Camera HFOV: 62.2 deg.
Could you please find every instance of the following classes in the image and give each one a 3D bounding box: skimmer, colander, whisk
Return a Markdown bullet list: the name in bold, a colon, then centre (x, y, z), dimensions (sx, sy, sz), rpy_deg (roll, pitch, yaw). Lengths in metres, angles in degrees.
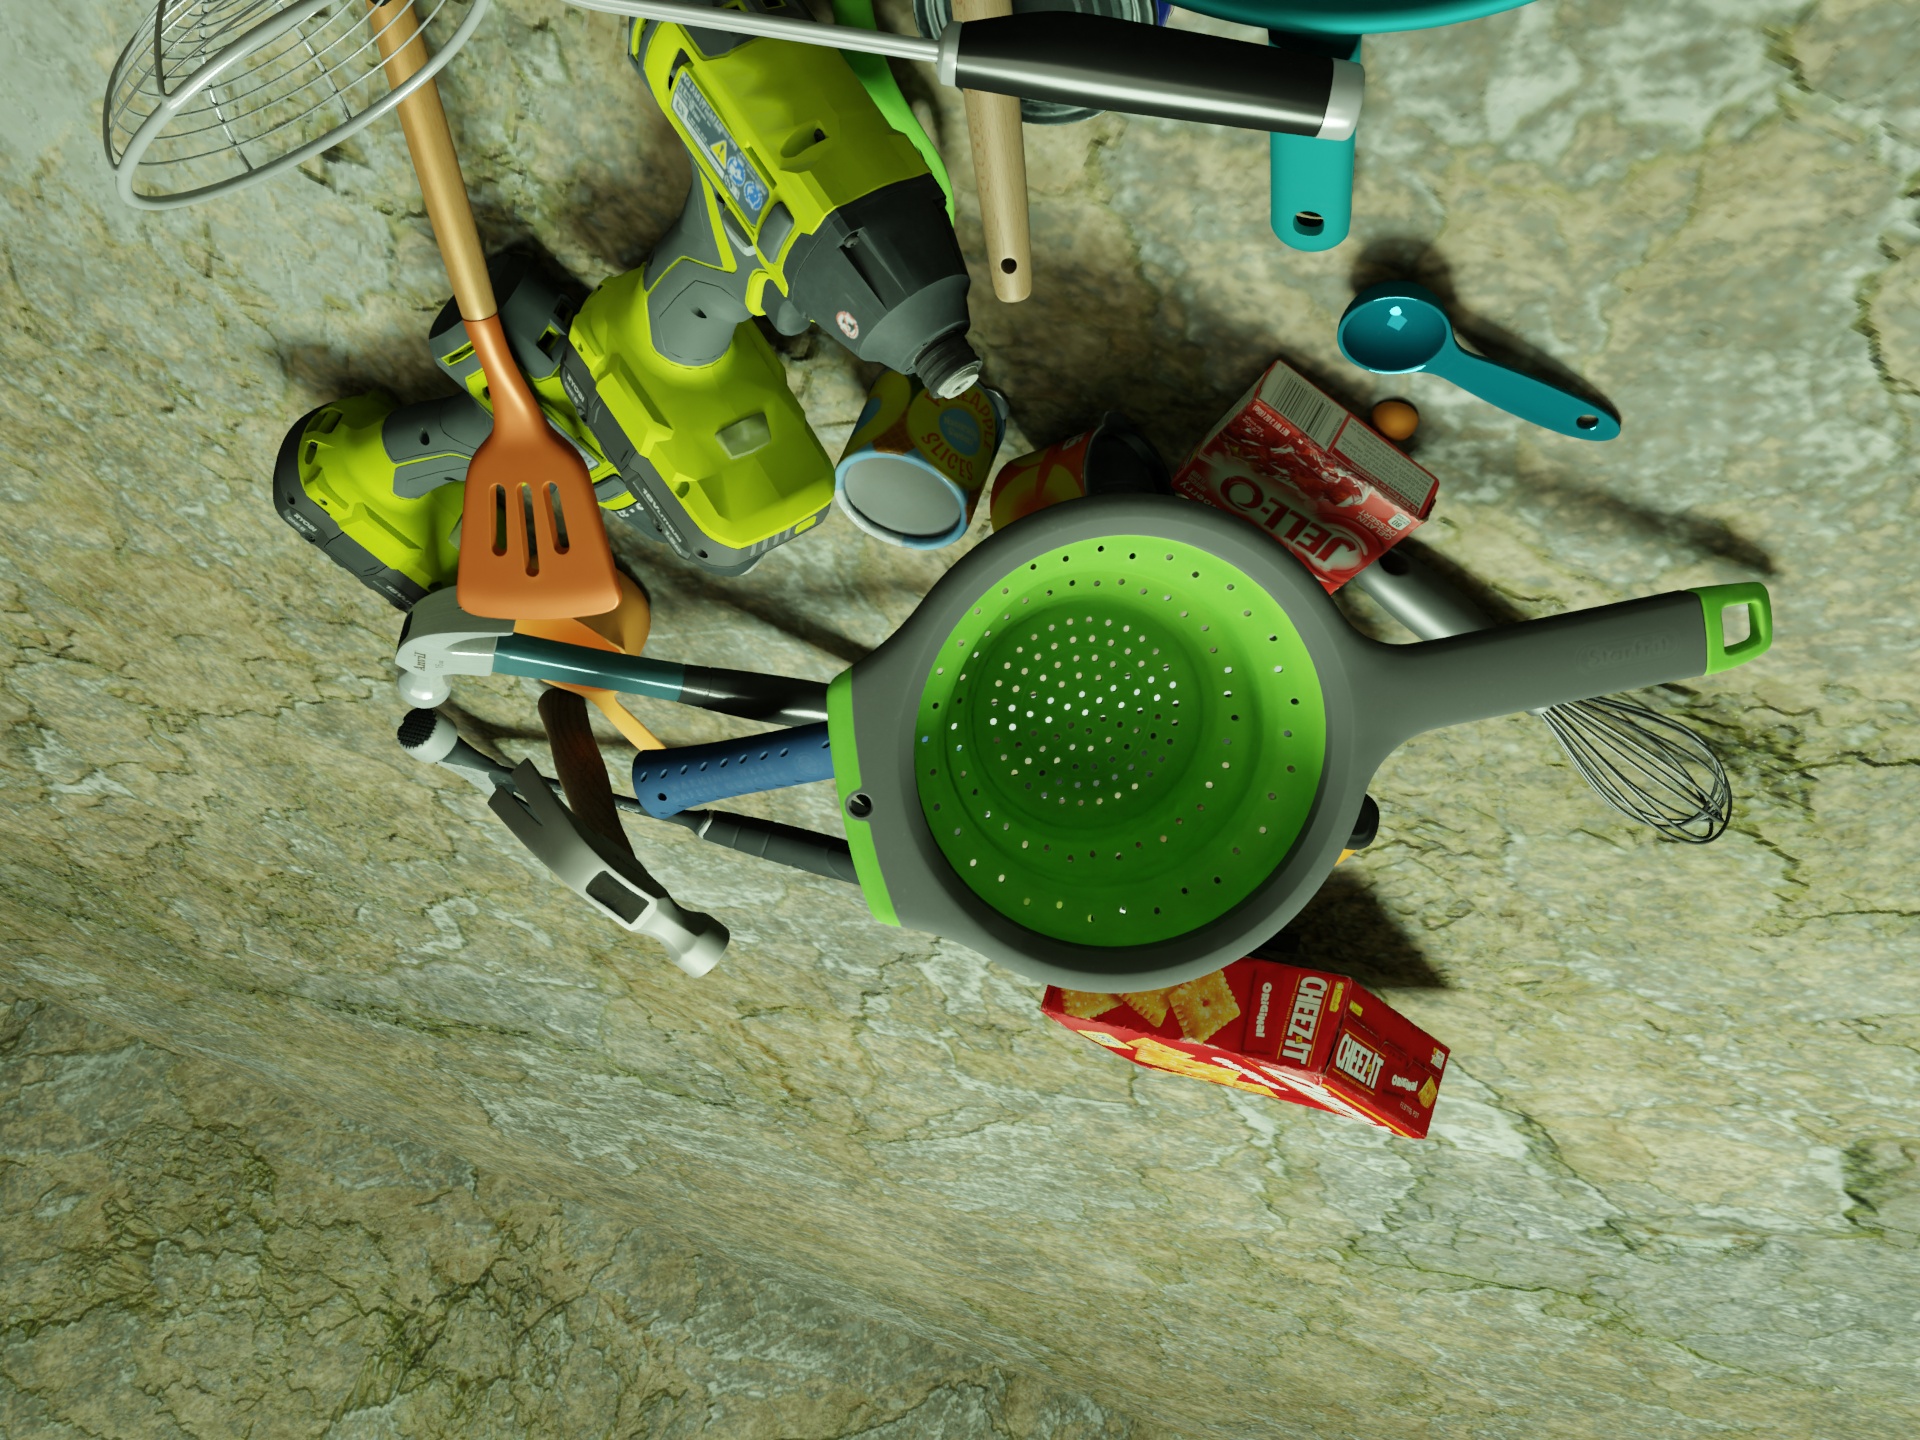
- **skimmer**: centre (-0.067, -0.178, 0.479), dimensions (0.363, 0.127, 0.090), rpy_deg (7, 107, 0)
- **colander**: centre (0.142, -0.011, 0.685), dimensions (0.397, 0.204, 0.094), rpy_deg (-11, -169, -5)
- **whisk**: centre (0.275, -0.015, 0.747), dimensions (0.239, 0.055, 0.055), rpy_deg (34, 146, -14)

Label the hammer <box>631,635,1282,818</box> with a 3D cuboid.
- **hammer**: centre (-0.001, -0.003, 0.819), dimensions (0.405, 0.035, 0.144), rpy_deg (-11, 126, 26)

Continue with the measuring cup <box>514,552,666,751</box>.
- **measuring cup**: centre (-0.212, -0.037, 0.969), dimensions (0.095, 0.052, 0.173), rpy_deg (1, 146, 27)

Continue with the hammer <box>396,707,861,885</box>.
- **hammer**: centre (-0.184, 0.069, 1.072), dimensions (0.409, 0.036, 0.149), rpy_deg (12, 160, 25)

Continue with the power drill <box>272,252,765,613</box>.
- **power drill**: centre (-0.226, -0.123, 0.820), dimensions (0.228, 0.080, 0.190), rpy_deg (-13, 136, 38)

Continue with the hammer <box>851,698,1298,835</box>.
- **hammer**: centre (0.082, 0.024, 0.889), dimensions (0.335, 0.035, 0.146), rpy_deg (-18, 156, 40)

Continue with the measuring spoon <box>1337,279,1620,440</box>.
- **measuring spoon**: centre (0.204, -0.140, 0.619), dimensions (0.128, 0.021, 0.042), rpy_deg (19, 151, -17)

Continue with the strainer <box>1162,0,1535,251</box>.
- **strainer**: centre (0.106, -0.254, 0.437), dimensions (0.211, 0.095, 0.340), rpy_deg (10, 168, 14)

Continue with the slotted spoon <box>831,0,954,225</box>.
- **slotted spoon**: centre (-0.040, -0.275, 0.524), dimensions (0.070, 0.031, 0.313), rpy_deg (27, 151, 23)

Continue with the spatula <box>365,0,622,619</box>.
- **spatula**: centre (-0.207, -0.187, 0.655), dimensions (0.081, 0.041, 0.322), rpy_deg (0, 127, 9)

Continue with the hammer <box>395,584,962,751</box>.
- **hammer**: centre (-0.144, -0.019, 0.896), dimensions (0.331, 0.033, 0.128), rpy_deg (10, 155, -16)

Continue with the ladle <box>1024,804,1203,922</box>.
- **ladle**: centre (0.098, 0.077, 0.906), dimensions (0.078, 0.062, 0.320), rpy_deg (38, 156, -1)

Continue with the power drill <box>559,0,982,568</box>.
- **power drill**: centre (-0.078, -0.156, 0.619), dimensions (0.171, 0.080, 0.223), rpy_deg (56, 151, 4)

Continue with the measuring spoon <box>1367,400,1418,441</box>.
- **measuring spoon**: centre (0.161, -0.102, 0.699), dimensions (0.021, 0.011, 0.117), rpy_deg (26, 148, -11)

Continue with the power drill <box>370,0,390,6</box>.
- **power drill**: centre (-0.164, -0.293, 0.436), dimensions (0.220, 0.079, 0.143), rpy_deg (-9, 139, 38)

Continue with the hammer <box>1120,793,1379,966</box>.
- **hammer**: centre (0.175, 0.095, 0.907), dimensions (0.127, 0.034, 0.336), rpy_deg (19, 163, 1)

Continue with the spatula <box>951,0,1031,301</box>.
- **spatula**: centre (-0.004, -0.267, 0.455), dimensions (0.082, 0.044, 0.317), rpy_deg (-2, 128, 10)

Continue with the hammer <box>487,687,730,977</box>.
- **hammer**: centre (-0.219, 0.038, 0.924), dimensions (0.130, 0.031, 0.332), rpy_deg (42, 180, -26)
